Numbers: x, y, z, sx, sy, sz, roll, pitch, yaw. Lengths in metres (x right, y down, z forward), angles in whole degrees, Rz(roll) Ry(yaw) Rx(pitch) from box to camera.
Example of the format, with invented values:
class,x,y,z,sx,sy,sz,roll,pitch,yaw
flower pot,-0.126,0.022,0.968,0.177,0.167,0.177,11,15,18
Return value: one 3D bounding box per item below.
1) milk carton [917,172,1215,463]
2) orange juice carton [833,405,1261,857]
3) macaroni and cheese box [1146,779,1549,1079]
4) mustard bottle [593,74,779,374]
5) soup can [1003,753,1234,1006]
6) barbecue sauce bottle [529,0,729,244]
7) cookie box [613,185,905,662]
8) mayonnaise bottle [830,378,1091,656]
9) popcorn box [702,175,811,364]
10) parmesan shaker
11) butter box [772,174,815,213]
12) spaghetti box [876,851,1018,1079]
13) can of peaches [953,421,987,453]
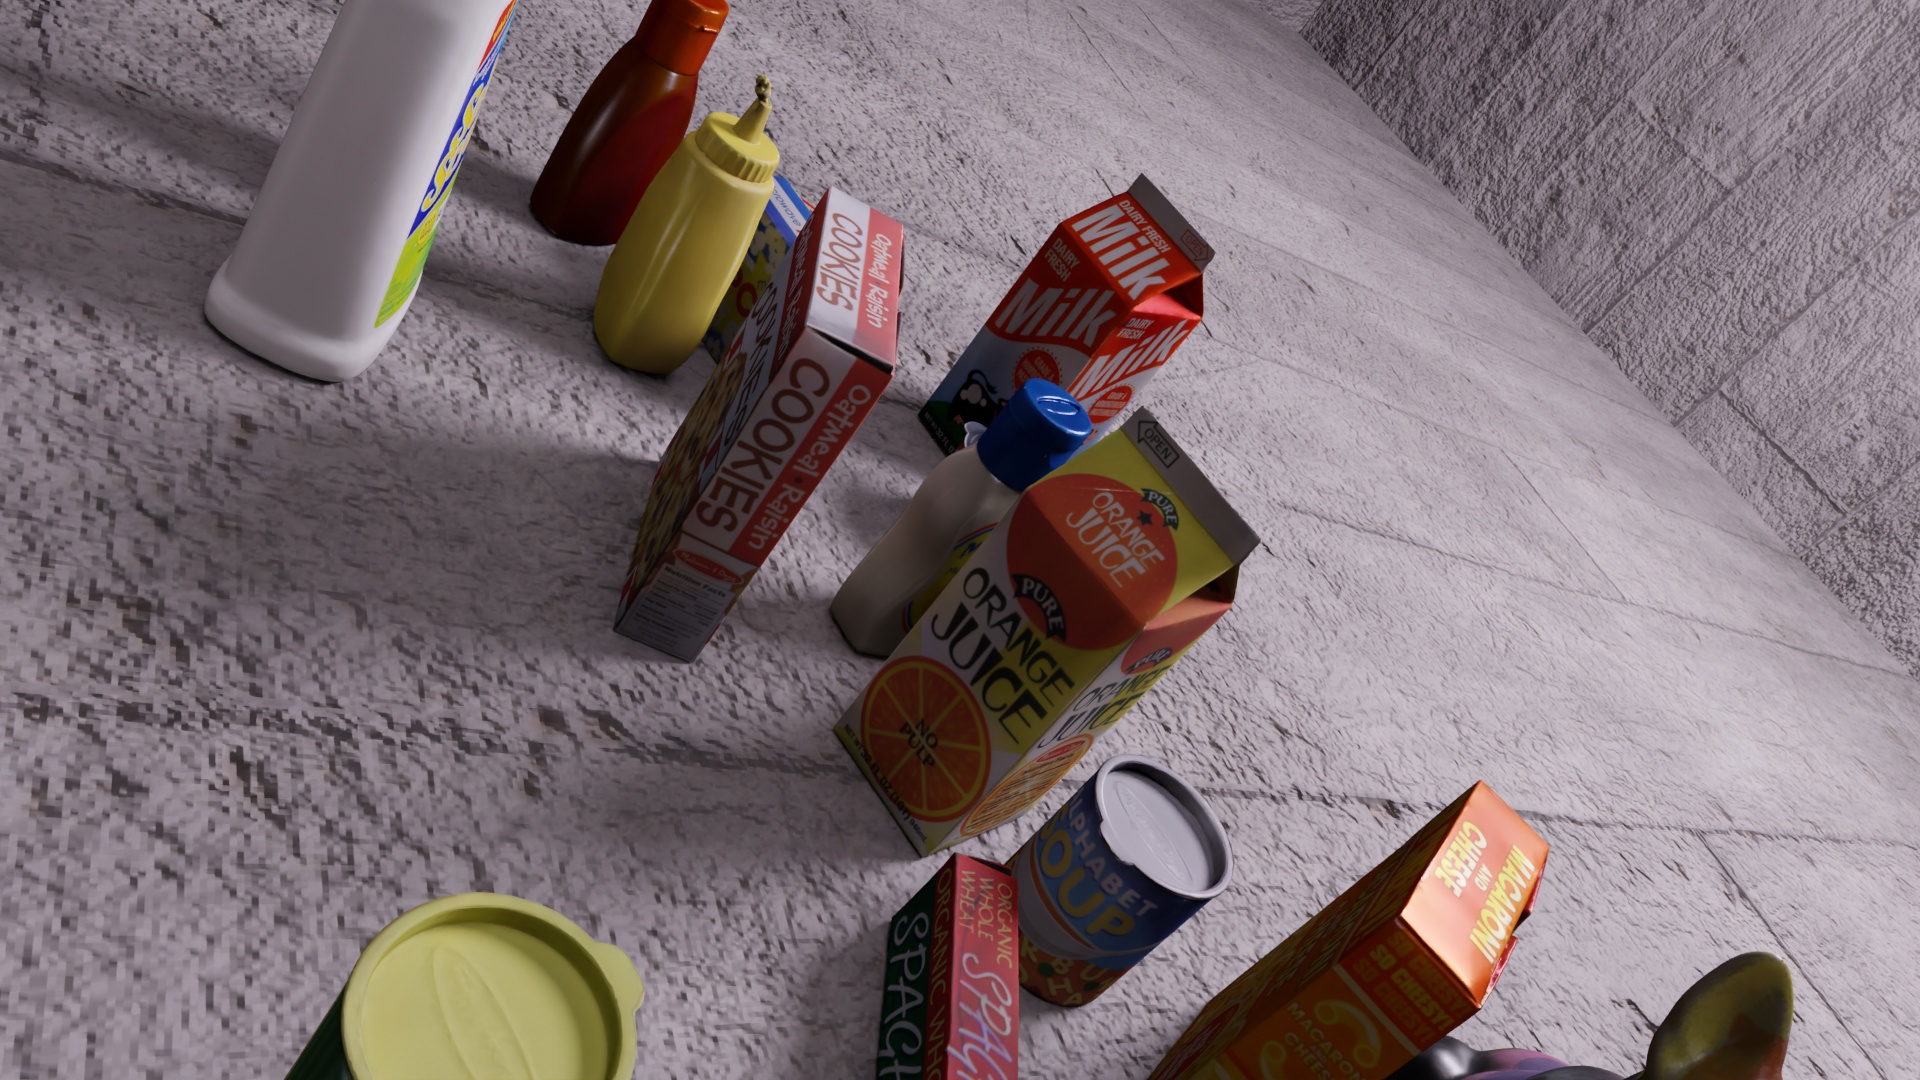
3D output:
class,x,y,z,sx,sy,sz,roll,pitch,yaw
milk carton,0.066,-0.114,0.793,0.073,0.189,0.072,-4,50,-49
orange juice carton,0.038,0.038,0.561,0.073,0.191,0.072,-9,54,-52
macaroni and cheese box,0.134,0.171,0.511,0.040,0.165,0.124,47,31,14
mustard bottle,-0.127,-0.155,0.675,0.049,0.159,0.065,13,39,-37
soup can,0.055,0.137,0.555,0.071,0.083,0.072,27,32,-19
barbecue sauce bottle,-0.171,-0.226,0.734,0.044,0.148,0.065,49,32,17
cookie box,-0.081,-0.049,0.575,0.040,0.166,0.123,27,32,-20
mayonnaise bottle,0.002,-0.008,0.628,0.065,0.147,0.041,0,48,-47
popcorn box,-0.097,-0.124,0.739,0.038,0.085,0.127,-2,49,-48
parmesan shaker,-0.129,0.141,0.337,0.071,0.102,0.072,27,32,-19
butter box,-0.112,-0.184,0.834,0.103,0.053,0.024,38,30,-1
spaghetti box,-0.006,0.207,0.430,0.028,0.050,0.251,28,32,-17
can of peaches,0.013,-0.019,0.742,0.071,0.057,0.071,27,32,-19
